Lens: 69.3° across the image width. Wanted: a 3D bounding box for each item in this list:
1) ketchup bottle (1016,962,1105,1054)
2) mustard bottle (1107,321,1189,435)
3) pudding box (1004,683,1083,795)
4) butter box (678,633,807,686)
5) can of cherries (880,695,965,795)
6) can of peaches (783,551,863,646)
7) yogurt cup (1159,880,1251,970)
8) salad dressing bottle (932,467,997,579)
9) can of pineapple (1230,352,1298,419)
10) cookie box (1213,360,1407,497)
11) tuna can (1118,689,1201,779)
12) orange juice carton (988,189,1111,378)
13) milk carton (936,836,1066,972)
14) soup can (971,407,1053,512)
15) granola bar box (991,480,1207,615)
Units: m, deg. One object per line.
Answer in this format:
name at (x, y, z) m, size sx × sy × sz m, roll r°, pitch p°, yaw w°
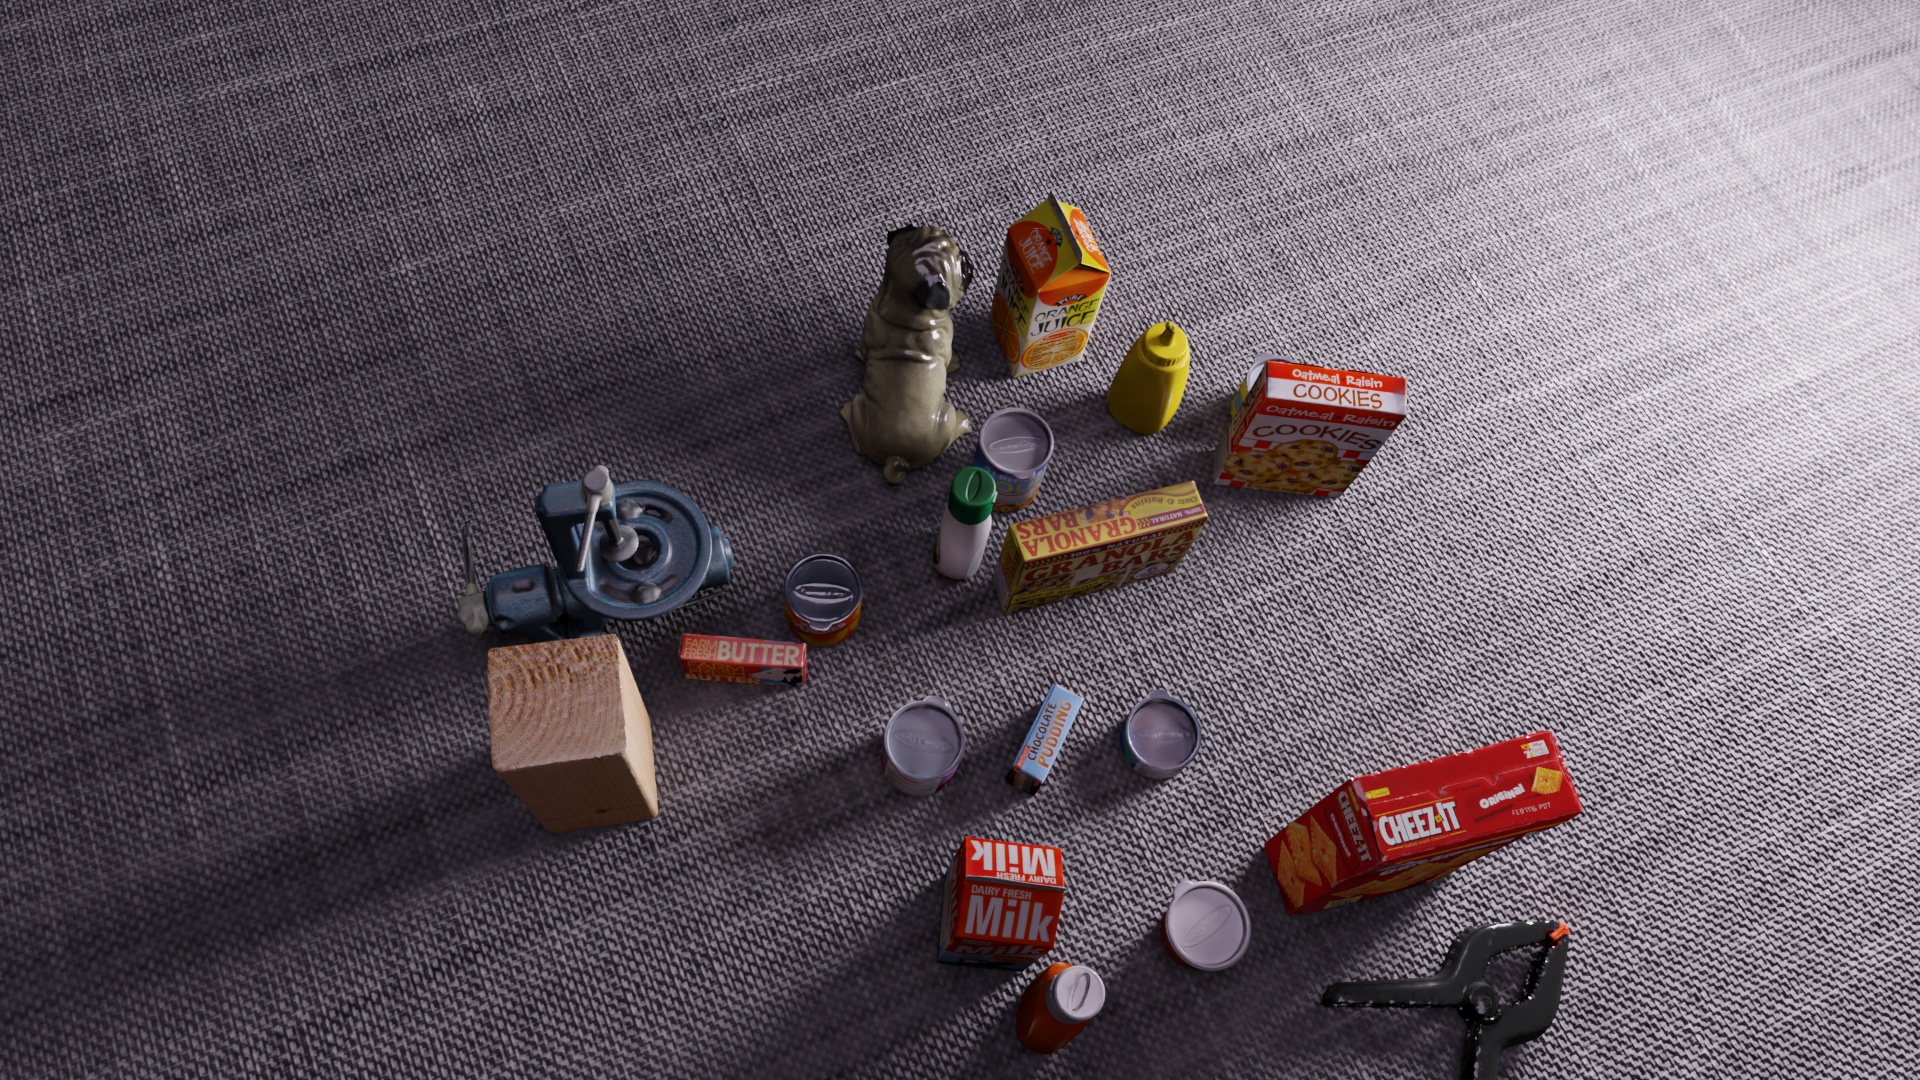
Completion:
ketchup bottle at (0.074, 0.341, 1.026) m, size 0.043 × 0.148 × 0.065 m, roll 23°, pitch 66°, yaw 4°
mustard bottle at (0.176, -0.154, 1.255) m, size 0.065 × 0.159 × 0.049 m, roll 32°, pitch 67°, yaw 8°
pudding box at (0.070, 0.166, 1.159) m, size 0.030 × 0.049 × 0.084 m, roll 26°, pitch 66°, yaw 6°
butter box at (-0.181, 0.100, 1.159) m, size 0.103 × 0.053 × 0.024 m, roll 5°, pitch 66°, yaw -4°
can of cherries at (-0.030, 0.169, 1.141) m, size 0.071 × 0.058 × 0.072 m, roll 2°, pitch 66°, yaw -5°
can of peaches at (-0.117, 0.053, 1.184) m, size 0.071 × 0.057 × 0.071 m, roll 2°, pitch 66°, yaw -5°
yogurt cup at (0.191, 0.310, 1.105) m, size 0.072 × 0.053 × 0.072 m, roll 2°, pitch 66°, yaw -5°
salad dressing bottle at (0.004, -0.015, 1.180) m, size 0.044 × 0.147 × 0.064 m, roll 16°, pitch 65°, yaw 1°
can of pineapple at (0.294, -0.134, 1.315) m, size 0.071 × 0.057 × 0.071 m, roll 2°, pitch 66°, yaw -5°
cookie box at (0.308, -0.097, 1.240) m, size 0.123 × 0.166 × 0.040 m, roll 6°, pitch 66°, yaw -3°
tuna can at (0.168, 0.165, 1.179) m, size 0.071 × 0.032 × 0.071 m, roll 2°, pitch 66°, yaw -5°
orange juice carton at (0.081, -0.232, 1.262) m, size 0.073 × 0.191 × 0.072 m, roll -17°, pitch 69°, yaw -13°
milk carton at (0.029, 0.269, 1.030) m, size 0.072 × 0.189 × 0.074 m, roll 7°, pitch 66°, yaw -3°
soup can at (0.045, -0.068, 1.243) m, size 0.071 × 0.083 × 0.071 m, roll 2°, pitch 66°, yaw -5°
granola bar box at (0.117, 0.008, 1.194) m, size 0.166 × 0.123 × 0.039 m, roll -14°, pitch 68°, yaw -12°
